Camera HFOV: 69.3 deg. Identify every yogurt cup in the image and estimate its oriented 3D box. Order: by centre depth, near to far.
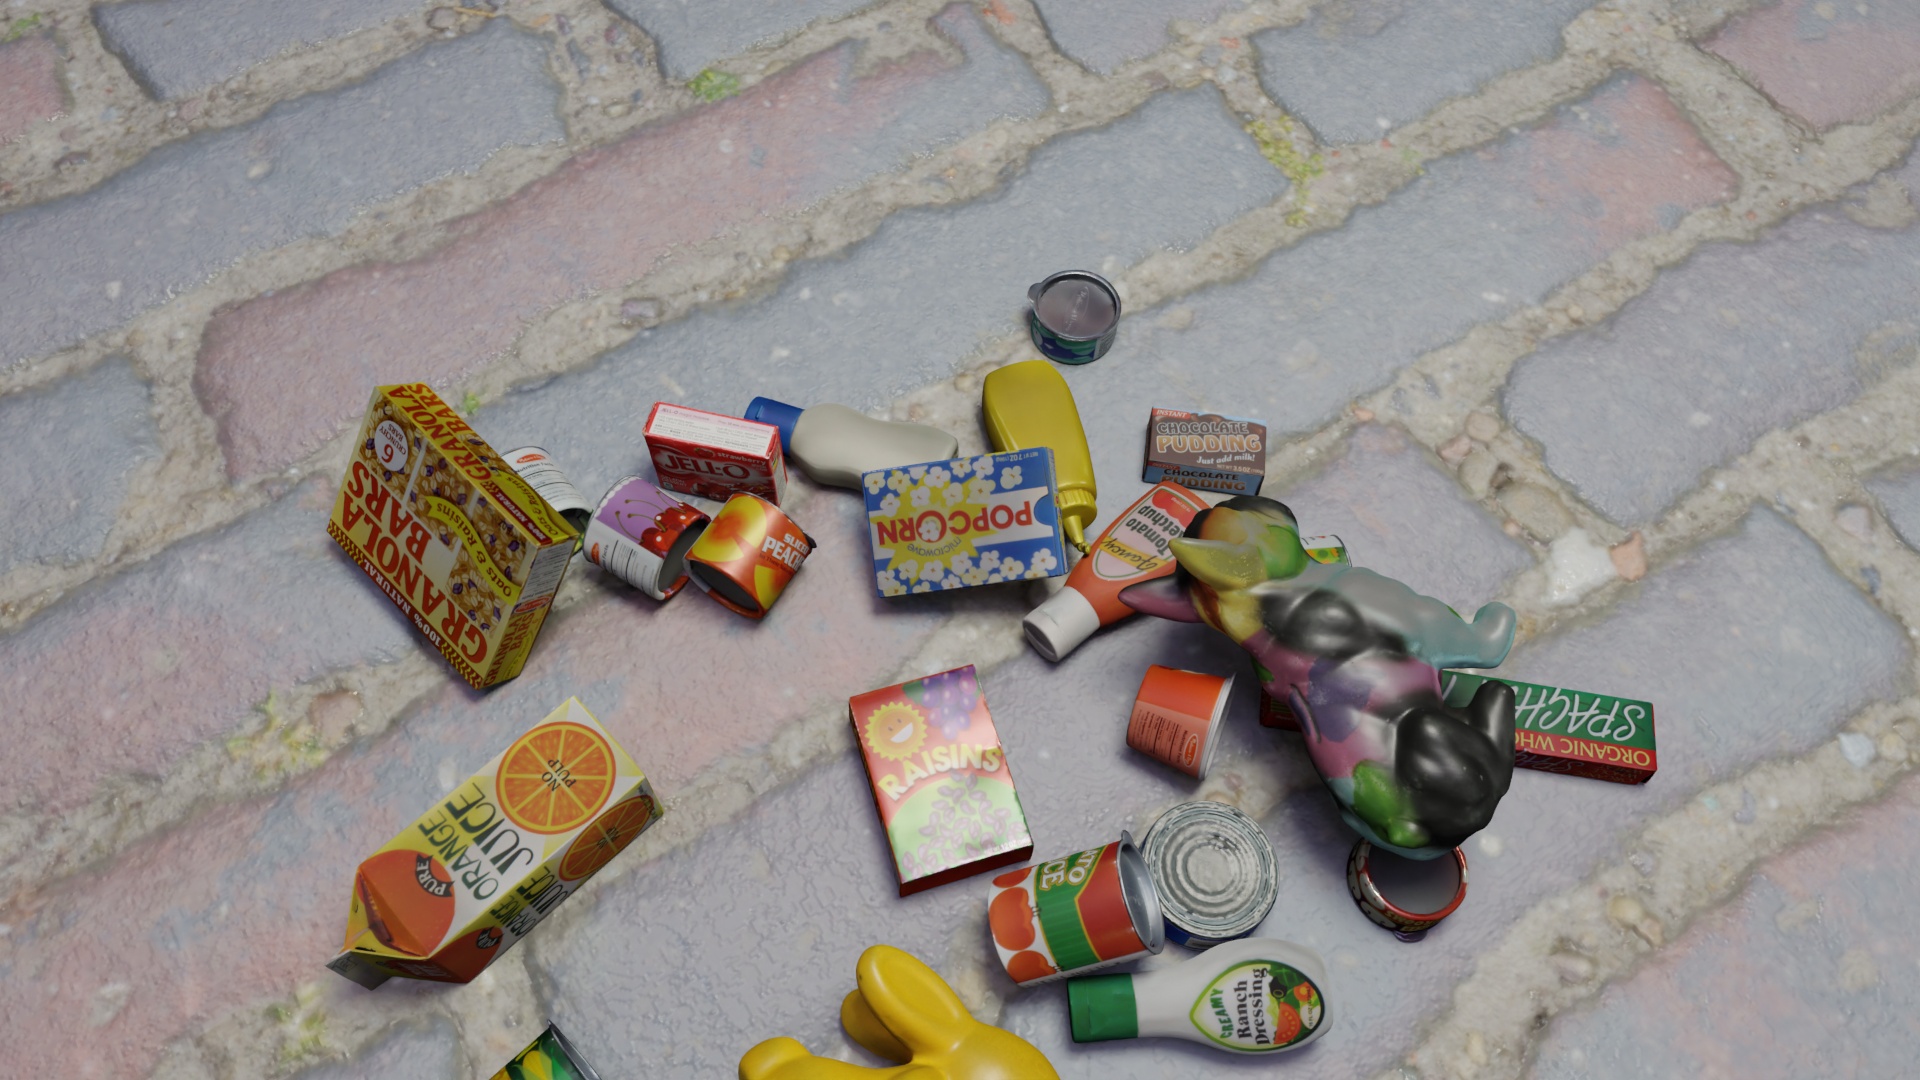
[{"bbox_3d":[0.138,0.112,0.876,0.054,0.072,0.073,17,62,16],"label":"yogurt cup"}]

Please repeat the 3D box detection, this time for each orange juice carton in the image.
[{"bbox_3d":[-0.275,0.188,0.814,0.193,0.071,0.073,-40,69,-21],"label":"orange juice carton"}]

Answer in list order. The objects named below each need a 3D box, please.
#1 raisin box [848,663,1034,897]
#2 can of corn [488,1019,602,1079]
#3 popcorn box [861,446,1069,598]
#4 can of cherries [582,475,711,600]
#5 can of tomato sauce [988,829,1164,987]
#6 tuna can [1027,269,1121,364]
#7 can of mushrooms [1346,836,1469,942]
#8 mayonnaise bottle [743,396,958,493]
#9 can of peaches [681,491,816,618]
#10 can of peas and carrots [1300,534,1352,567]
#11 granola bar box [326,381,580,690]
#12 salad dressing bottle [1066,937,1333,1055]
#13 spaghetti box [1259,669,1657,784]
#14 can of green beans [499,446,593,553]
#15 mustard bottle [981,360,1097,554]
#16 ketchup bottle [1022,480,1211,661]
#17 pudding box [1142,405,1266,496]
[{"bbox_3d":[-0.013,0.148,0.864,0.086,0.040,0.124,-15,64,-9],"label":"raisin box"},{"bbox_3d":[-0.227,0.307,0.754,0.058,0.071,0.071,-40,70,-20],"label":"can of corn"},{"bbox_3d":[0.003,-0.011,0.914,0.126,0.038,0.085,-8,89,13],"label":"popcorn box"},{"bbox_3d":[-0.206,-0.003,0.924,0.058,0.071,0.072,27,64,12],"label":"can of cherries"},{"bbox_3d":[0.066,0.213,0.799,0.083,0.071,0.071,-21,61,18],"label":"can of tomato sauce"},{"bbox_3d":[0.083,-0.168,1.042,0.071,0.032,0.071,1,61,-2],"label":"tuna can"},{"bbox_3d":[0.273,0.205,0.846,0.071,0.033,0.071,1,61,-2],"label":"can of mushrooms"},{"bbox_3d":[-0.079,-0.064,0.975,0.148,0.041,0.065,18,69,8],"label":"mayonnaise bottle"},{"bbox_3d":[-0.139,0.011,0.917,0.071,0.071,0.058,29,65,13],"label":"can of peaches"},{"bbox_3d":[0.222,0.033,0.920,0.059,0.070,0.071,-4,62,-3],"label":"can of peas and carrots"},{"bbox_3d":[-0.328,-0.004,0.891,0.166,0.123,0.039,41,29,18],"label":"granola bar box"},{"bbox_3d":[0.136,0.265,0.800,0.148,0.044,0.064,-5,94,1],"label":"salad dressing bottle"},{"bbox_3d":[0.322,0.113,0.901,0.250,0.028,0.050,9,63,3],"label":"spaghetti box"},{"bbox_3d":[-0.287,-0.020,0.929,0.071,0.071,0.058,-36,69,-19],"label":"can of green beans"},{"bbox_3d":[0.061,-0.053,0.963,0.065,0.048,0.161,-13,57,-6],"label":"mustard bottle"},{"bbox_3d":[0.107,0.023,0.933,0.149,0.043,0.065,-38,57,-19],"label":"ketchup bottle"},{"bbox_3d":[0.175,-0.064,0.990,0.084,0.030,0.050,8,61,2],"label":"pudding box"}]
